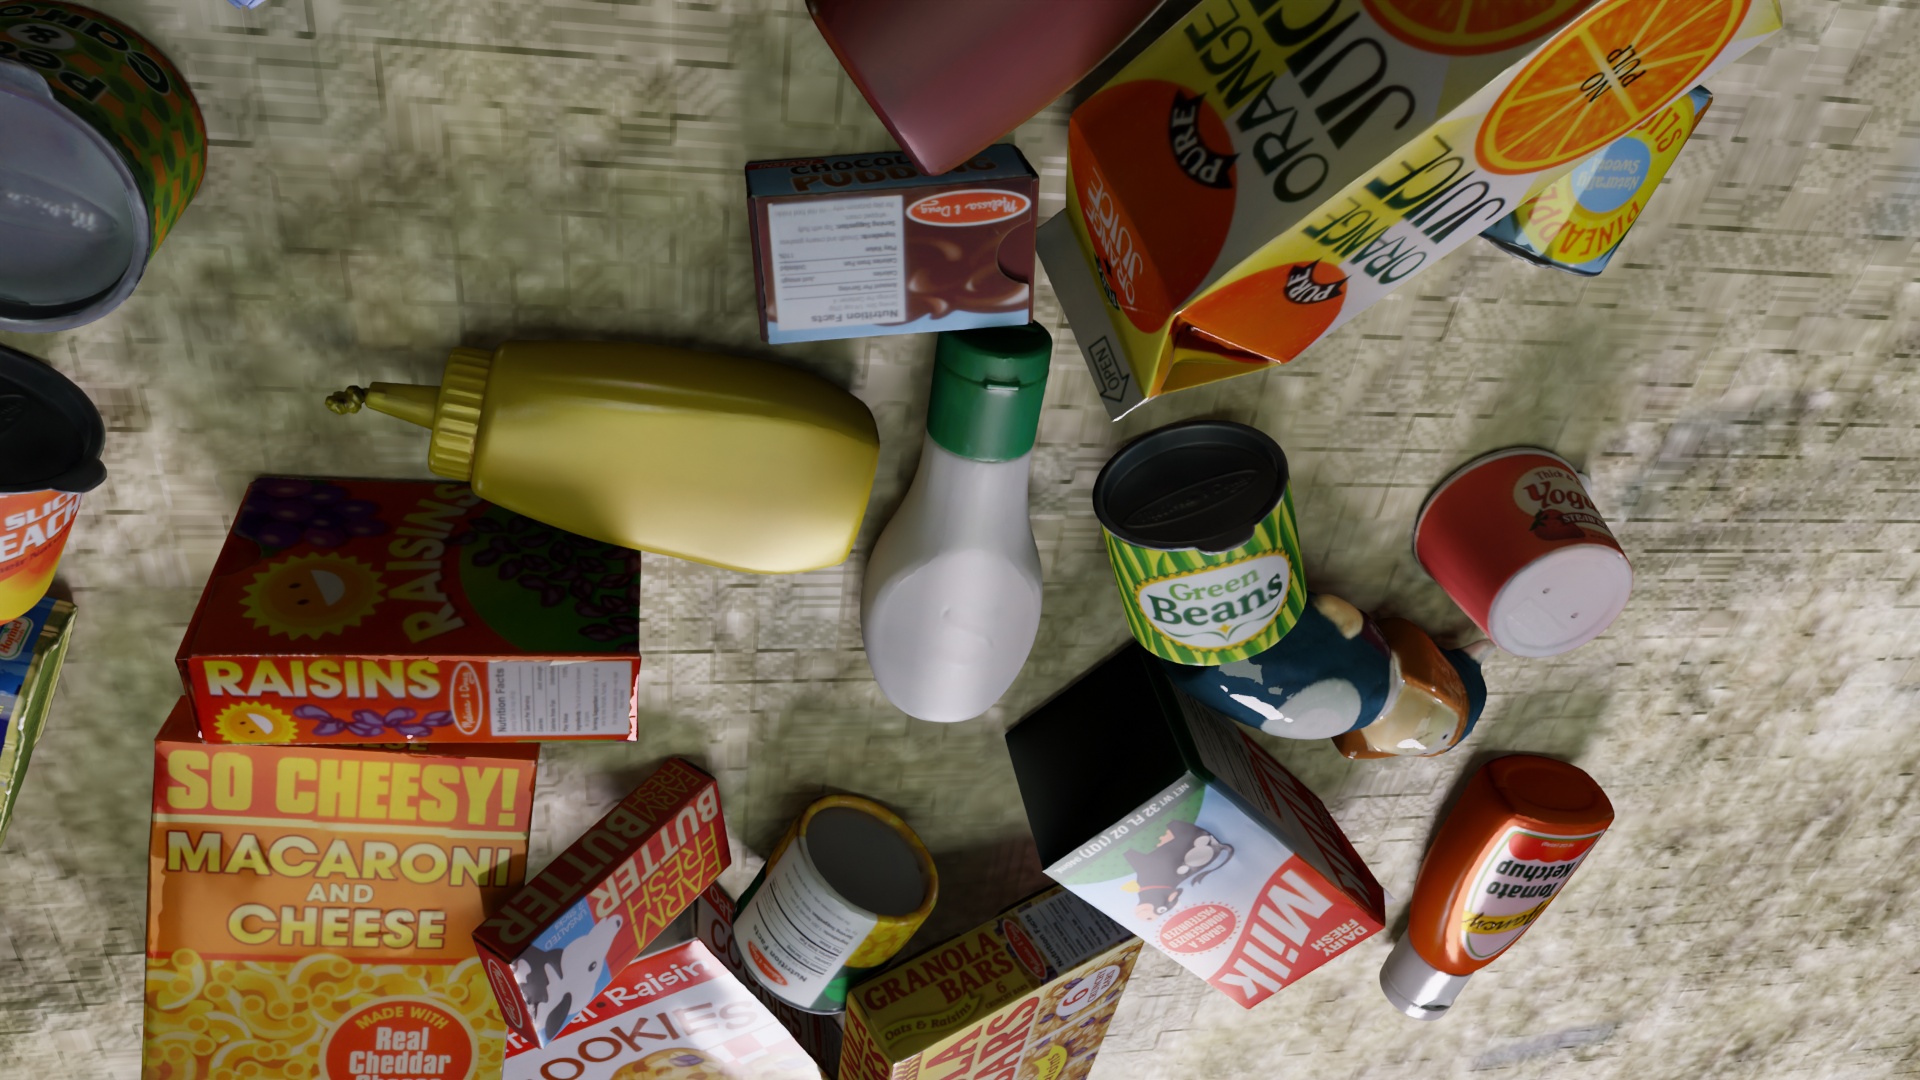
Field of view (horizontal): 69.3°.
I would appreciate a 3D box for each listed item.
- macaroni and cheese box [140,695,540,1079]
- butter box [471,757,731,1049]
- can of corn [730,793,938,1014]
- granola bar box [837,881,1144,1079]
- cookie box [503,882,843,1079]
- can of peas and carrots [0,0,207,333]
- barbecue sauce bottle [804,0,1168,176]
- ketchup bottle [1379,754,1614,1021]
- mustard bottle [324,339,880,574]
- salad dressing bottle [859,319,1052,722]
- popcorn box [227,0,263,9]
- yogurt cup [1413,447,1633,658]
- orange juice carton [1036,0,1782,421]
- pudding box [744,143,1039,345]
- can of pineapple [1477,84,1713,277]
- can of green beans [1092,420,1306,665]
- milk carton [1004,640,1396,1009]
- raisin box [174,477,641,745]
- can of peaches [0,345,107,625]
[{"bbox_3d":[-0.226,0.142,0.509,0.124,0.040,0.166,7,107,-16],"label":"macaroni and cheese box"},{"bbox_3d":[-0.131,0.134,0.522,0.024,0.104,0.052,21,134,28],"label":"butter box"},{"bbox_3d":[-0.049,0.145,0.564,0.071,0.071,0.058,21,119,-25],"label":"can of corn"},{"bbox_3d":[0.007,0.222,0.608,0.124,0.039,0.164,-19,141,-27],"label":"granola bar box"},{"bbox_3d":[-0.133,0.224,0.620,0.123,0.040,0.166,-23,129,5],"label":"cookie box"},{"bbox_3d":[-0.230,-0.096,0.346,0.071,0.059,0.070,-6,127,-8],"label":"can of peas and carrots"},{"bbox_3d":[0.035,-0.162,0.364,0.148,0.044,0.064,-32,126,11],"label":"barbecue sauce bottle"},{"bbox_3d":[0.244,0.167,0.656,0.065,0.044,0.148,5,125,-16],"label":"ketchup bottle"},{"bbox_3d":[-0.108,-0.032,0.427,0.160,0.049,0.065,11,116,-19],"label":"mustard bottle"},{"bbox_3d":[0.002,-0.006,0.475,0.064,0.044,0.146,2,125,-11],"label":"salad dressing bottle"},{"bbox_3d":[-0.180,-0.173,0.263,0.038,0.085,0.126,-36,142,13],"label":"popcorn box"},{"bbox_3d":[0.213,0.007,0.522,0.072,0.054,0.072,-5,127,-7],"label":"yogurt cup"},{"bbox_3d":[0.101,-0.112,0.370,0.192,0.072,0.073,-35,156,29],"label":"orange juice carton"},{"bbox_3d":[-0.020,-0.088,0.416,0.084,0.030,0.049,-6,126,-8],"label":"pudding box"},{"bbox_3d":[0.176,-0.118,0.410,0.071,0.071,0.057,11,123,-20],"label":"can of pineapple"},{"bbox_3d":[0.084,0.001,0.482,0.071,0.071,0.057,-18,128,2],"label":"can of green beans"},{"bbox_3d":[0.109,0.131,0.580,0.072,0.074,0.190,-39,125,17],"label":"milk carton"},{"bbox_3d":[-0.162,0.021,0.431,0.123,0.086,0.039,1,128,-13],"label":"raisin box"},{"bbox_3d":[-0.284,-0.014,0.390,0.071,0.071,0.057,24,119,-27],"label":"can of peaches"}]
